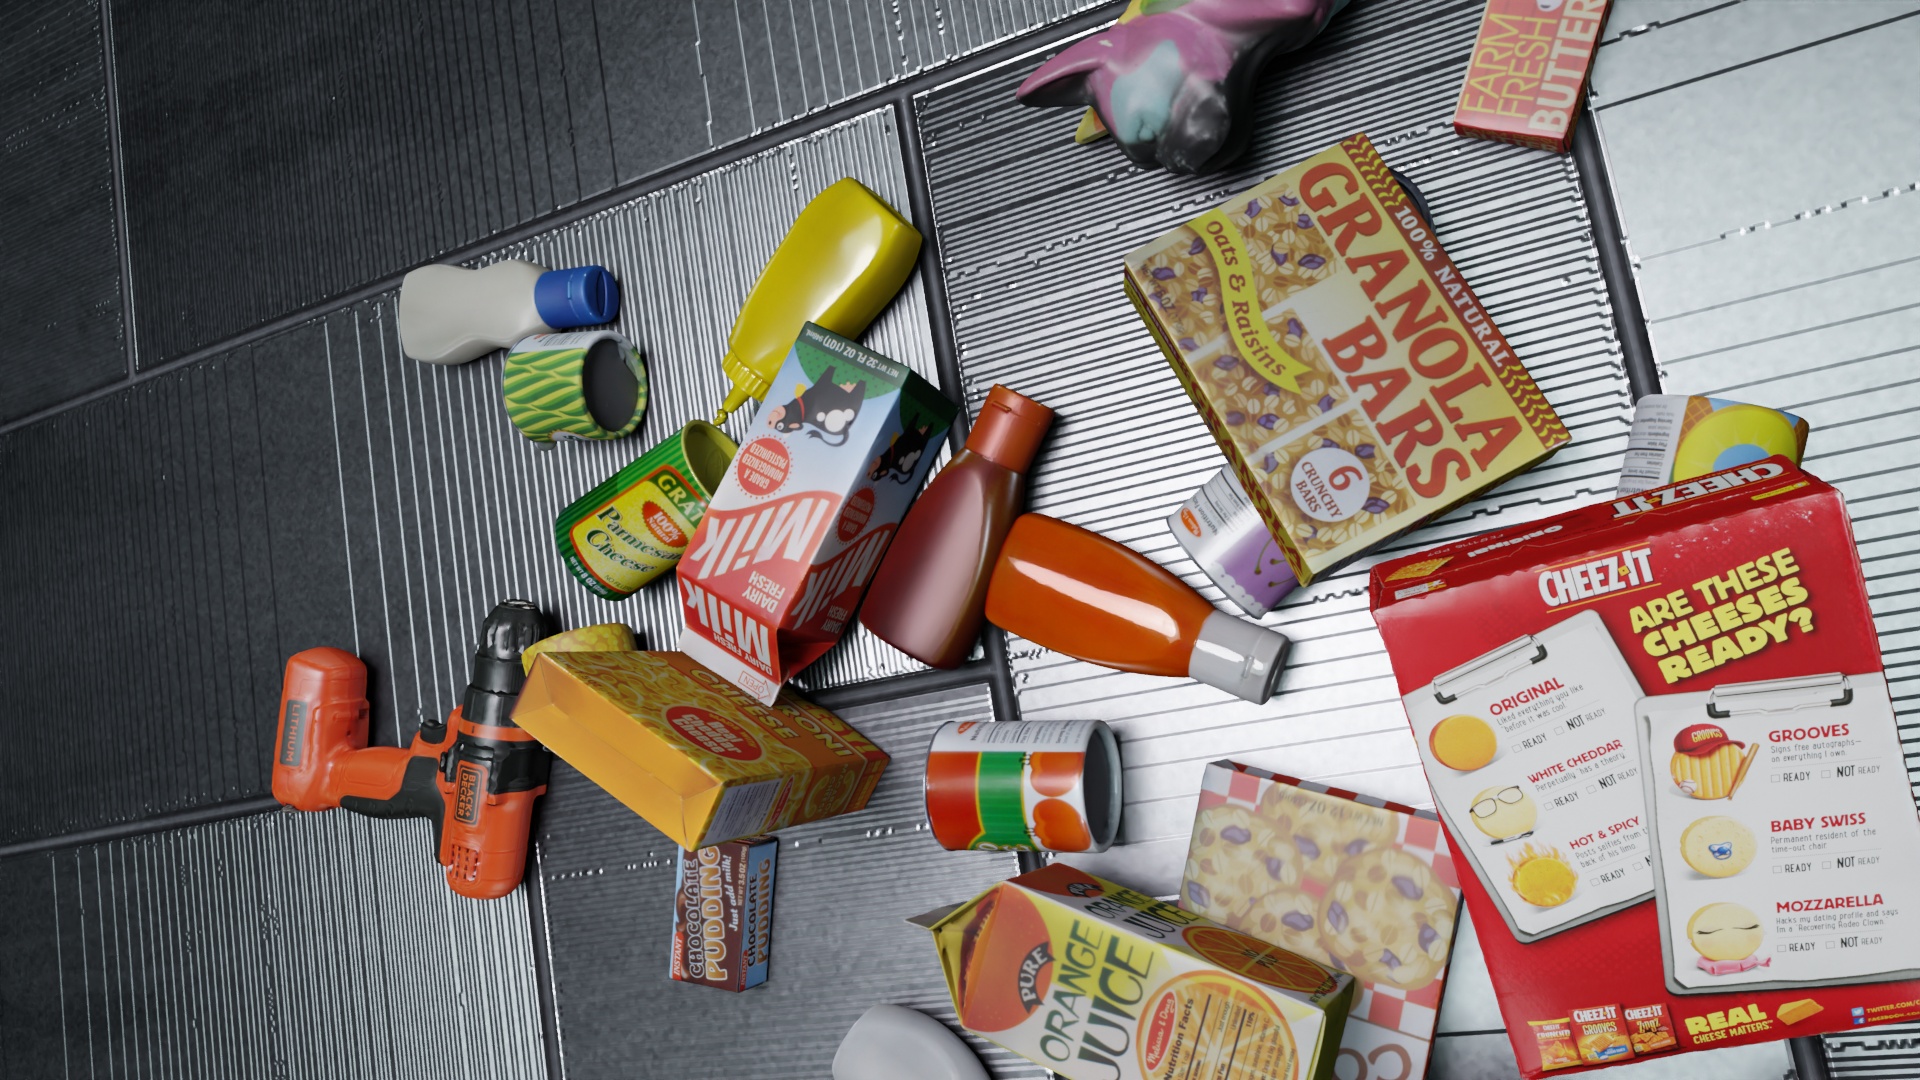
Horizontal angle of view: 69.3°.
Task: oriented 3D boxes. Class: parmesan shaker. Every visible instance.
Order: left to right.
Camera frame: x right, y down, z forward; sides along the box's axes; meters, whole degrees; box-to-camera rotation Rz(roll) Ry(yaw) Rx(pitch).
[{"bbox_3d":[-0.174,-0.014,0.806,0.103,0.071,0.071,-31,74,20],"label":"parmesan shaker"}]

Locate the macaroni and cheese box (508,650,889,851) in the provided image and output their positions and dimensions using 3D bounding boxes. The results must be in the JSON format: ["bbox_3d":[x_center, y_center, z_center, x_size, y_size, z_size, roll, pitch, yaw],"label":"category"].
[{"bbox_3d":[-0.127,0.102,0.719,0.124,0.166,0.040,30,99,23],"label":"macaroni and cheese box"}]

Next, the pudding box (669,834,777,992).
[{"bbox_3d":[-0.135,0.208,0.789,0.049,0.030,0.083,3,87,26],"label":"pudding box"}]

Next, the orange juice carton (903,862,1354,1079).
[{"bbox_3d":[0.071,0.202,0.629,0.193,0.072,0.073,16,92,26],"label":"orange juice carton"}]

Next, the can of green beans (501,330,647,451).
[{"bbox_3d":[-0.231,-0.092,0.836,0.058,0.071,0.071,0,86,24],"label":"can of green beans"}]

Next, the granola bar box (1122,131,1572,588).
[{"bbox_3d":[0.165,-0.080,0.613,0.124,0.039,0.166,-28,75,1],"label":"granola bar box"}]

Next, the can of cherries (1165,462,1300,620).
[{"bbox_3d":[0.143,-0.005,0.662,0.058,0.071,0.071,-45,70,15],"label":"can of cherries"}]

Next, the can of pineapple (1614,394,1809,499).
[{"bbox_3d":[0.315,-0.026,0.583,0.071,0.071,0.058,13,92,25],"label":"can of pineapple"}]

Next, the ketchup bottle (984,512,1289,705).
[{"bbox_3d":[0.088,0.038,0.693,0.149,0.043,0.064,22,98,24],"label":"ketchup bottle"}]

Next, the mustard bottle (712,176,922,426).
[{"bbox_3d":[-0.091,-0.127,0.784,0.065,0.049,0.160,47,105,20],"label":"mustard bottle"}]

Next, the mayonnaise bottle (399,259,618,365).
[{"bbox_3d":[-0.287,-0.148,0.881,0.148,0.041,0.065,-2,87,23],"label":"mayonnaise bottle"}]

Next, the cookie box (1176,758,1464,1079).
[{"bbox_3d":[0.162,0.199,0.650,0.123,0.040,0.167,11,90,25],"label":"cookie box"}]

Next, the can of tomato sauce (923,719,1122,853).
[{"bbox_3d":[0.033,0.125,0.700,0.083,0.071,0.071,-4,85,24],"label":"can of tomato sauce"}]

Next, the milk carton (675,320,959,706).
[{"bbox_3d":[-0.084,-0.011,0.746,0.072,0.073,0.190,28,89,24],"label":"milk carton"}]

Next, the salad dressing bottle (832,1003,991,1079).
[{"bbox_3d":[0.004,0.299,0.713,0.148,0.044,0.064,30,97,22],"label":"salad dressing bottle"}]

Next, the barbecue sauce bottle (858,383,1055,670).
[{"bbox_3d":[0.003,-0.009,0.736,0.065,0.043,0.148,29,98,30],"label":"barbecue sauce bottle"}]

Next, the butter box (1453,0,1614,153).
[{"bbox_3d":[0.268,-0.235,0.642,0.053,0.024,0.103,17,93,25],"label":"butter box"}]

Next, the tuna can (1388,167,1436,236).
[{"bbox_3d":[0.191,-0.142,0.666,0.071,0.033,0.071,-2,85,24],"label":"tuna can"}]

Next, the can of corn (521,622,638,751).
[{"bbox_3d":[-0.217,0.085,0.815,0.071,0.071,0.058,-24,77,21],"label":"can of corn"}]
